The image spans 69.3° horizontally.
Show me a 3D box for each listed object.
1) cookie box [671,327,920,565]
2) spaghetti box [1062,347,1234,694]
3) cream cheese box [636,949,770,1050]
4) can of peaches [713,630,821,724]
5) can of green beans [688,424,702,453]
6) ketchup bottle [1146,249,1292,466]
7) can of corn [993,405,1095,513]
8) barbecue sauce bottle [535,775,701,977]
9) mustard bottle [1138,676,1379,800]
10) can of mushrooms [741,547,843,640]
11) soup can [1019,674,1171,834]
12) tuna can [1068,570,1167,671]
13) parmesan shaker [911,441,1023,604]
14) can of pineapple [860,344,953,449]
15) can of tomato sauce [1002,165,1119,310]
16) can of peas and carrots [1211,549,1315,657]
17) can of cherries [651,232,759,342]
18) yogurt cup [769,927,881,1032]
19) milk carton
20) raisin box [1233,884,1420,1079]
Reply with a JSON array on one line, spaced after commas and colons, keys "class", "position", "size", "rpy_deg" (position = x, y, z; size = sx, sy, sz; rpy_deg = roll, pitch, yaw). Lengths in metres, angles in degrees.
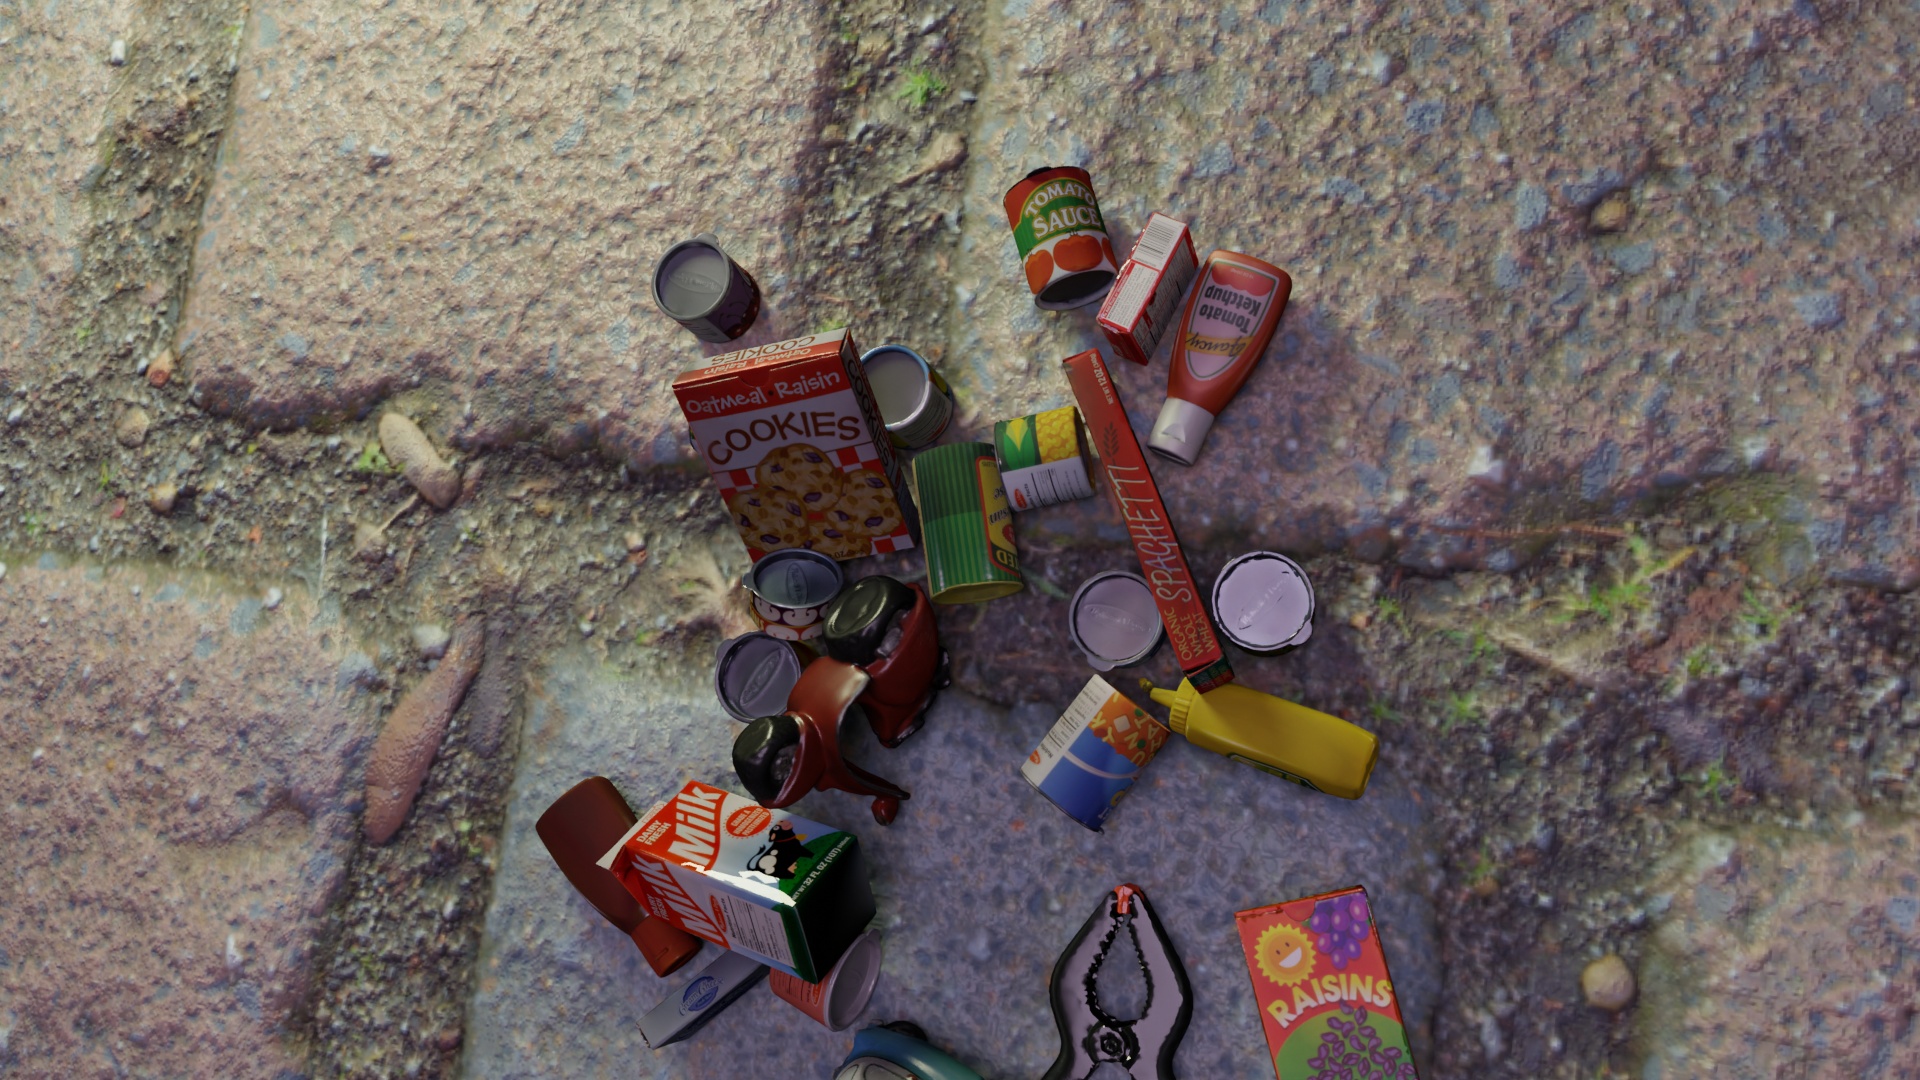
[{"class": "cookie box", "position": [-0.112, -0.059, 0.980], "size": [0.123, 0.166, 0.040], "rpy_deg": [-10, 34, 13]}, {"class": "spaghetti box", "position": [0.125, -0.017, 0.936], "size": [0.028, 0.050, 0.251], "rpy_deg": [-23, 63, 10]}, {"class": "cream cheese box", "position": [-0.172, 0.314, 0.973], "size": [0.104, 0.053, 0.024], "rpy_deg": [-39, 71, 5]}, {"class": "can of peaches", "position": [-0.137, 0.099, 1.004], "size": [0.071, 0.058, 0.071], "rpy_deg": [-3, 79, 15]}, {"class": "can of green beans", "position": [-0.161, -0.087, 1.042], "size": [0.058, 0.071, 0.071], "rpy_deg": [22, 86, 17]}, {"class": "ketchup bottle", "position": [0.176, -0.126, 0.973], "size": [0.065, 0.043, 0.149], "rpy_deg": [23, 86, 18]}, {"class": "can of corn", "position": [0.060, -0.060, 0.979], "size": [0.058, 0.071, 0.071], "rpy_deg": [-12, 77, 12]}, {"class": "barbecue sauce bottle", "position": [-0.245, 0.247, 1.011], "size": [0.065, 0.043, 0.149], "rpy_deg": [-42, 73, 4]}, {"class": "mustard bottle", "position": [0.190, 0.123, 0.912], "size": [0.160, 0.065, 0.049], "rpy_deg": [18, 80, 24]}, {"class": "can of mushrooms", "position": [-0.119, 0.038, 0.986], "size": [0.071, 0.033, 0.071], "rpy_deg": [4, 39, -3]}, {"class": "soup can", "position": [0.093, 0.143, 0.931], "size": [0.071, 0.071, 0.084], "rpy_deg": [38, 90, 18]}, {"class": "tuna can", "position": [0.109, 0.058, 0.960], "size": [0.071, 0.033, 0.071], "rpy_deg": [-3, 79, 14]}, {"class": "parmesan shaker", "position": [0.004, -0.012, 0.981], "size": [0.071, 0.071, 0.103], "rpy_deg": [-11, 77, 13]}, {"class": "can of pineapple", "position": [-0.046, -0.106, 1.019], "size": [0.071, 0.058, 0.071], "rpy_deg": [-3, 79, 15]}, {"class": "can of tomato sauce", "position": [0.074, -0.218, 1.004], "size": [0.071, 0.071, 0.083], "rpy_deg": [-18, 76, 11]}, {"class": "can of peas and carrots", "position": [0.204, 0.045, 0.923], "size": [0.071, 0.058, 0.071], "rpy_deg": [-3, 80, 14]}, {"class": "can of cherries", "position": [-0.195, -0.195, 1.077], "size": [0.071, 0.058, 0.071], "rpy_deg": [-3, 78, 15]}, {"class": "yogurt cup", "position": [-0.094, 0.294, 0.952], "size": [0.054, 0.072, 0.072], "rpy_deg": [14, 83, 25]}, {"class": "milk carton", "position": [-0.159, 0.225, 0.951], "size": [0.190, 0.073, 0.073], "rpy_deg": [10, 126, 30]}, {"class": "raisin box", "position": [0.231, 0.288, 0.879], "size": [0.086, 0.040, 0.123], "rpy_deg": [-16, 75, 12]}]
